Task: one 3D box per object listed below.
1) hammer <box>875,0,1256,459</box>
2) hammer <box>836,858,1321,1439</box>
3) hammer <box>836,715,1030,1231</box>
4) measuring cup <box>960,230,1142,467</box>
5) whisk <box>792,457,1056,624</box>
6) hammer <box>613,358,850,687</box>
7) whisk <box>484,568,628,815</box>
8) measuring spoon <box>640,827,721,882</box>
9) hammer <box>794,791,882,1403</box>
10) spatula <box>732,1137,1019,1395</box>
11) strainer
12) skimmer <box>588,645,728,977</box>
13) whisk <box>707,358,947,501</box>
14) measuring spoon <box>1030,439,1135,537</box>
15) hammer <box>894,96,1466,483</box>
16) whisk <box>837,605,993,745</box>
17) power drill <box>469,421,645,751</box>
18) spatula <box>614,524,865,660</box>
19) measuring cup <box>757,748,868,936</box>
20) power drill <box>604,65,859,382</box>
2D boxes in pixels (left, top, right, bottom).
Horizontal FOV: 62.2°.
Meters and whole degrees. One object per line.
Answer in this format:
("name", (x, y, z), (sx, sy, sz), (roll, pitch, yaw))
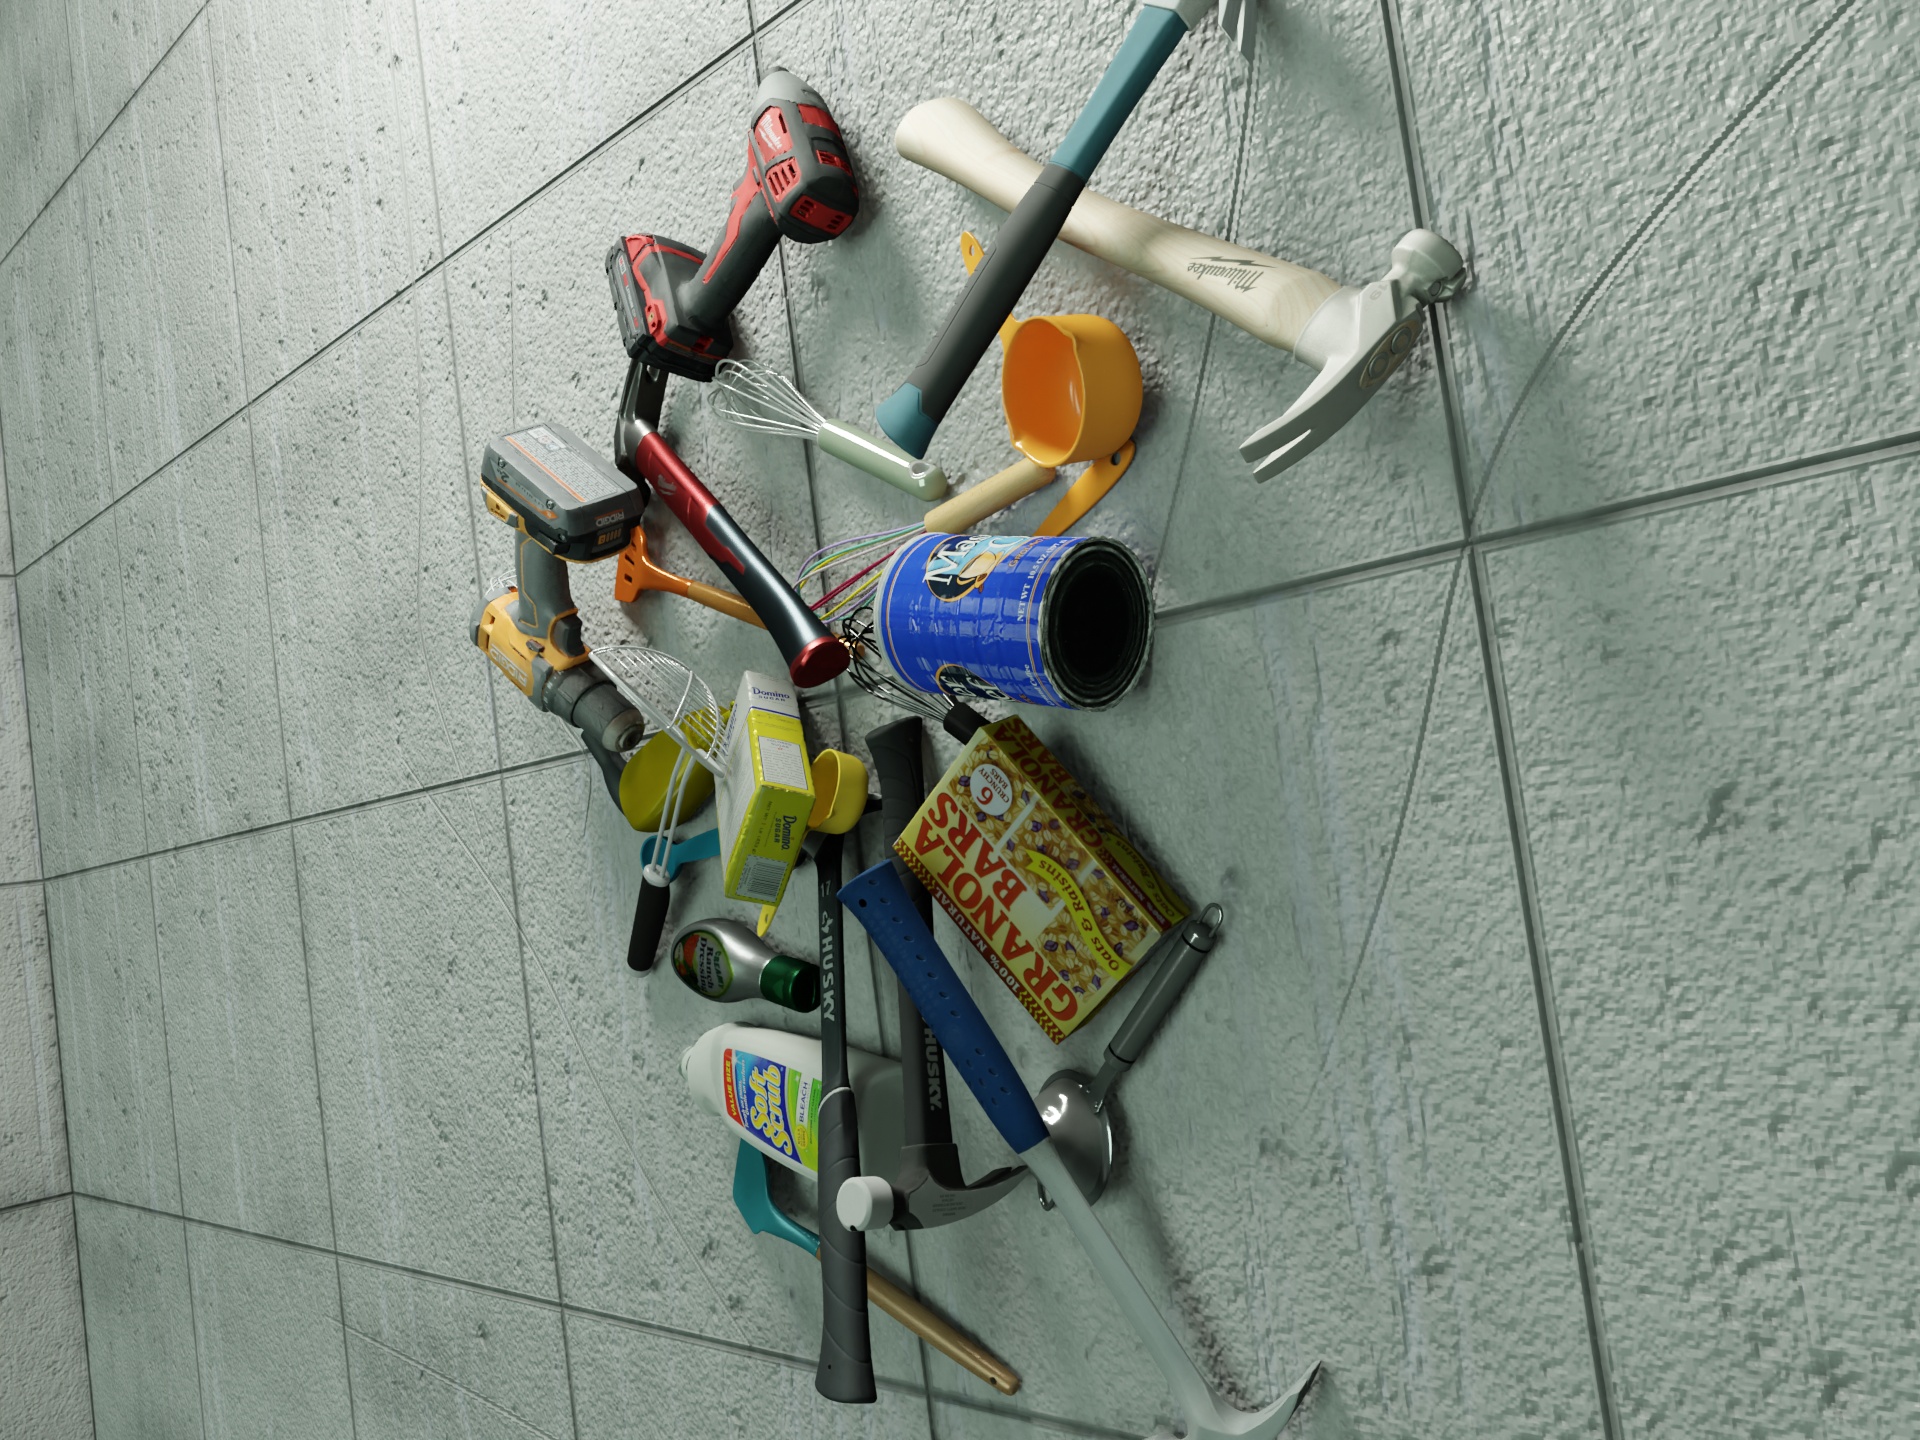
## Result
("hammer", (0.051, -0.295, 0.893), (0.128, 0.033, 0.331), (37, 96, 43))
("hammer", (0.054, 0.259, 0.946), (0.144, 0.035, 0.406), (-40, 78, 33))
("hammer", (-0.026, 0.157, 1.042), (0.035, 0.146, 0.335), (-21, 66, 41))
("measuring cup", (0.053, -0.232, 0.959), (0.174, 0.052, 0.095), (66, 149, 24))
("whisk", (-0.032, -0.117, 1.066), (0.245, 0.047, 0.051), (-24, 110, 39))
("hammer", (-0.173, -0.150, 1.154), (0.387, 0.038, 0.143), (47, 127, 46))
("whisk", (-0.334, -0.022, 1.369), (0.285, 0.070, 0.070), (54, 127, 22))
("measuring spoon", (-0.207, 0.102, 1.279), (0.128, 0.021, 0.042), (-19, 86, 35))
("hammer", (-0.079, 0.234, 1.056), (0.149, 0.036, 0.409), (-31, 52, 38))
("spatula", (-0.074, 0.393, 1.157), (0.318, 0.044, 0.082), (23, 108, 37))
("strainer", (0.091, 0.209, 0.968), (0.258, 0.050, 0.087), (-61, 39, 24))
("skimmer", (-0.245, 0.089, 1.205), (0.127, 0.090, 0.363), (40, 134, 23))
("whisk", (-0.098, -0.204, 1.130), (0.247, 0.058, 0.059), (31, 148, 36))
("measuring spoon", (0.068, -0.134, 0.986), (0.117, 0.011, 0.021), (-44, 63, 37))
("hammer", (0.082, -0.274, 0.911), (0.146, 0.038, 0.411), (-48, 50, -2))
("whisk", (-0.001, -0.004, 1.043), (0.239, 0.055, 0.055), (38, 118, 32))
("power drill", (-0.309, -0.095, 1.255), (0.185, 0.084, 0.226), (39, 133, 23))
("spatula", (-0.184, -0.096, 1.235), (0.323, 0.041, 0.081), (22, 107, 38))
("measuring cup", (-0.104, 0.091, 1.110), (0.156, 0.029, 0.062), (-64, 28, 24))
("power drill", (-0.165, -0.362, 1.157), (0.219, 0.078, 0.143), (-37, 58, 36))
